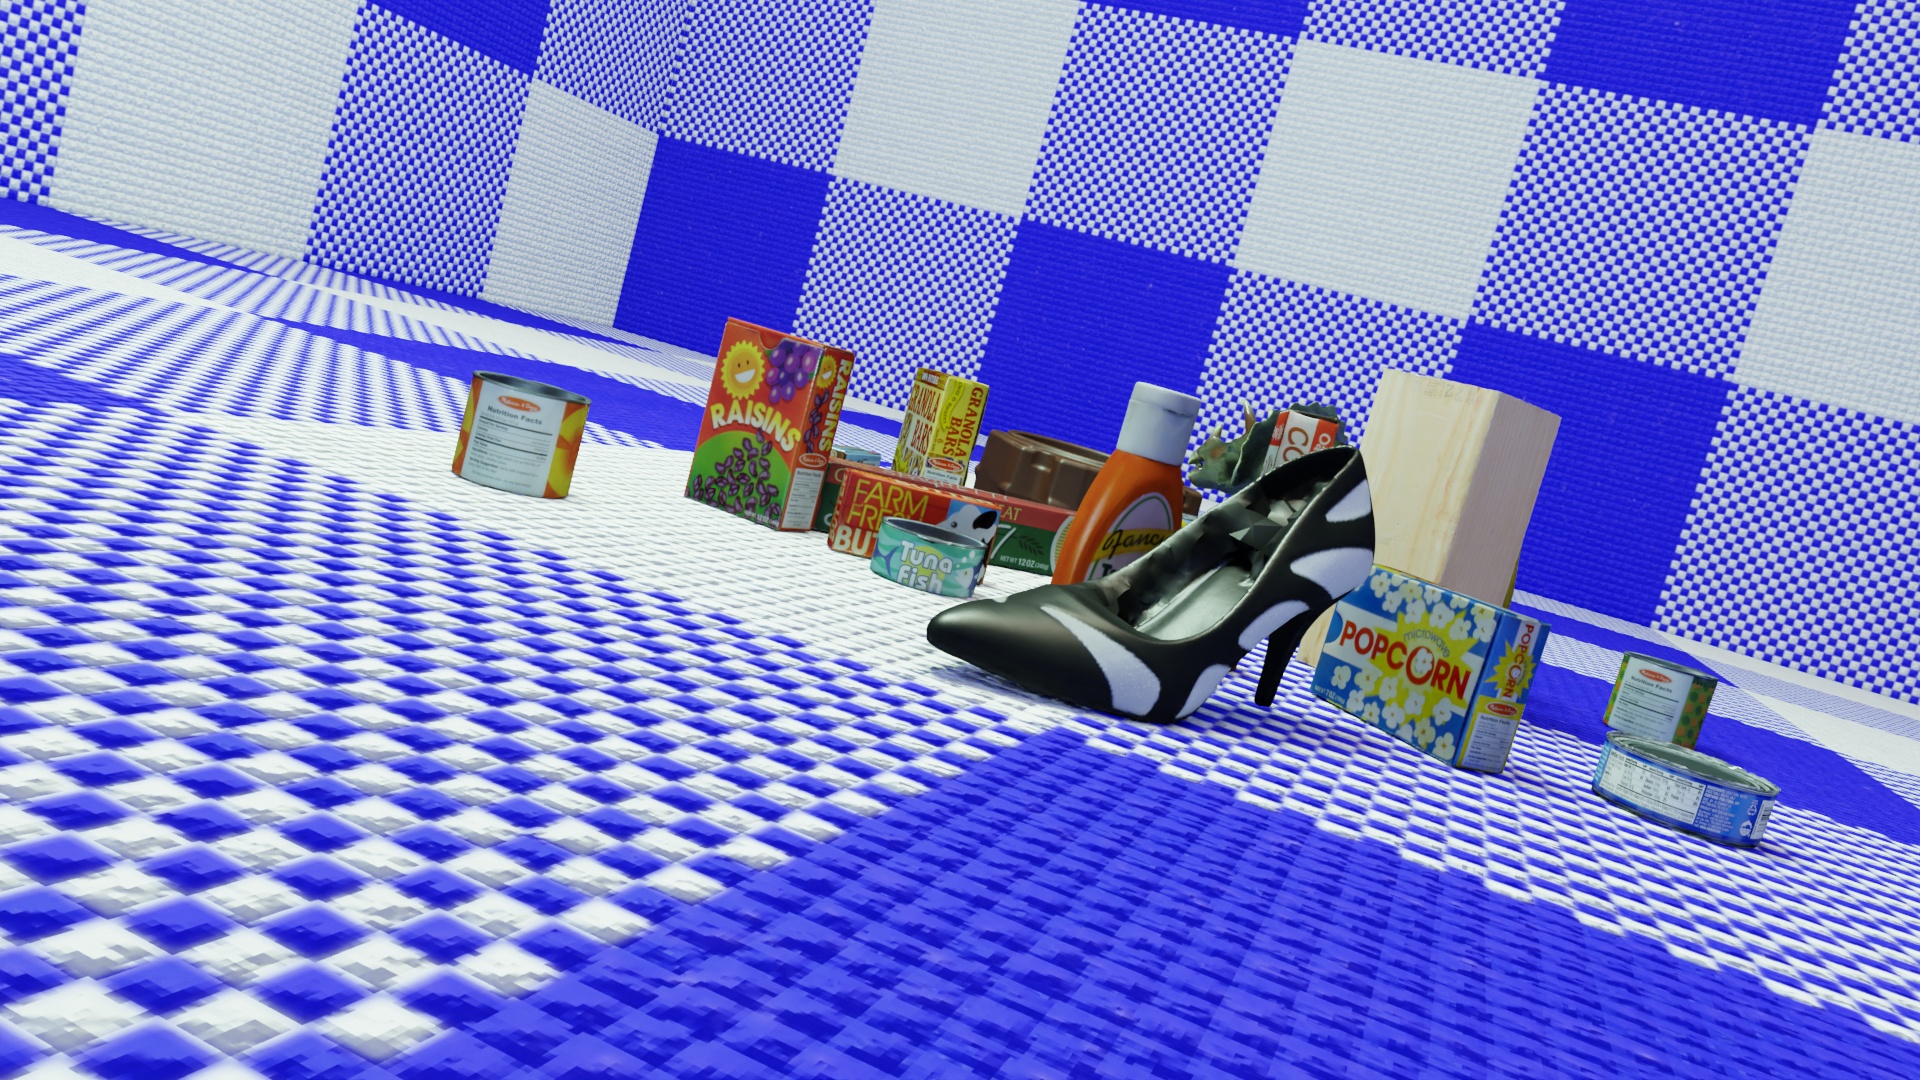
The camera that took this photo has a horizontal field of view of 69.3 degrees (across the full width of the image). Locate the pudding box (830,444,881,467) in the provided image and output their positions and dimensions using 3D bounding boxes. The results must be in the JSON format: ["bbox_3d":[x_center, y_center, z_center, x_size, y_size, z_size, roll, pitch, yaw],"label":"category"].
[{"bbox_3d":[-0.092,-0.049,1.081,0.030,0.049,0.084,17,7,15],"label":"pudding box"}]

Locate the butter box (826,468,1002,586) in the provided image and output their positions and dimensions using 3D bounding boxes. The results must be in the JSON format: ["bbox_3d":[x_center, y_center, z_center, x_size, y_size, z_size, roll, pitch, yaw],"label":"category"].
[{"bbox_3d":[-0.029,-0.009,0.885,0.103,0.053,0.024,14,6,-12],"label":"butter box"}]

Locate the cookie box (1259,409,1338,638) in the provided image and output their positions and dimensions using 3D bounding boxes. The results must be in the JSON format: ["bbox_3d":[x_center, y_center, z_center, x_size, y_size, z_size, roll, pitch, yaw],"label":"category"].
[{"bbox_3d":[0.244,-0.016,1.066,0.040,0.167,0.123,16,6,8],"label":"cookie box"}]

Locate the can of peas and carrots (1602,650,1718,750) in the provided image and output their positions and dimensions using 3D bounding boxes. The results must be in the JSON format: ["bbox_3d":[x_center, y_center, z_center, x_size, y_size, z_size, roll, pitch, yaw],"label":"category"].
[{"bbox_3d":[0.528,0.121,1.047,0.071,0.058,0.071,15,6,-2],"label":"can of peas and carrots"}]

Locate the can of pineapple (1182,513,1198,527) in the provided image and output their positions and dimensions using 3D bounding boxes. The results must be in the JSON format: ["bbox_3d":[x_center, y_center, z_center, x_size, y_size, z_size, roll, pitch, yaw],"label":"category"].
[{"bbox_3d":[0.206,0.008,1.257,0.071,0.057,0.071,15,6,-2],"label":"can of pineapple"}]

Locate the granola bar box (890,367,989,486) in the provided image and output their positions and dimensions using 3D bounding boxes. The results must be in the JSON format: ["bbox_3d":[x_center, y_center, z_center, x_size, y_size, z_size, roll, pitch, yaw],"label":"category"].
[{"bbox_3d":[-0.023,-0.083,1.199,0.039,0.124,0.166,14,7,-13],"label":"granola bar box"}]

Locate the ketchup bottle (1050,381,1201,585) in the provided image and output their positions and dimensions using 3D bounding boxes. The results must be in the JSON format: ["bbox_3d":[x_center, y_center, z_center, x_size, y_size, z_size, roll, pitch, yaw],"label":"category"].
[{"bbox_3d":[0.090,-0.009,0.743,0.065,0.148,0.043,13,7,-22],"label":"ketchup bottle"}]

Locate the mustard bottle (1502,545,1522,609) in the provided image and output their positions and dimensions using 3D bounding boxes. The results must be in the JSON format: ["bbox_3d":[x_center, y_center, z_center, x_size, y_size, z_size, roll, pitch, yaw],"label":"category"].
[{"bbox_3d":[0.390,0.030,1.051,0.049,0.160,0.065,15,6,-3],"label":"mustard bottle"}]

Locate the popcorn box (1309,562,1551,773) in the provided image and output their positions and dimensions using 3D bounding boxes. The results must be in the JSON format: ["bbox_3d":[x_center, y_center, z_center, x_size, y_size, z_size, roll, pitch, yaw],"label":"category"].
[{"bbox_3d":[0.256,0.067,0.770,0.038,0.085,0.127,13,7,-24],"label":"popcorn box"}]

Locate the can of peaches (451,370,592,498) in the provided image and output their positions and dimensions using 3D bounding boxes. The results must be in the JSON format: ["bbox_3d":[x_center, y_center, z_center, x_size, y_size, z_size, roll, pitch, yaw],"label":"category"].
[{"bbox_3d":[-0.248,-0.060,0.789,0.071,0.058,0.071,15,6,-2],"label":"can of peaches"}]

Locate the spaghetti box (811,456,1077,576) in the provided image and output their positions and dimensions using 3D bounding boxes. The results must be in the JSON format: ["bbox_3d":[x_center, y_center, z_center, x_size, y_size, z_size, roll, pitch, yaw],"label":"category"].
[{"bbox_3d":[0.004,-0.013,0.999,0.250,0.050,0.029,11,7,-30],"label":"spaghetti box"}]

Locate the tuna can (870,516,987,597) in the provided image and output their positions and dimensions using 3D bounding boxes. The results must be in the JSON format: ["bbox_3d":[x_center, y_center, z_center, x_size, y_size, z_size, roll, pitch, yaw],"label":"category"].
[{"bbox_3d":[-0.019,0.010,0.836,0.071,0.032,0.071,15,7,-2],"label":"tuna can"}]

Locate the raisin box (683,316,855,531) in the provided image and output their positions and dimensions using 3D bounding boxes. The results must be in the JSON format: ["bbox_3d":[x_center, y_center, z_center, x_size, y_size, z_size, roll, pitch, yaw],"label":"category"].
[{"bbox_3d":[-0.127,-0.076,0.914,0.086,0.123,0.040,19,7,30],"label":"raisin box"}]
